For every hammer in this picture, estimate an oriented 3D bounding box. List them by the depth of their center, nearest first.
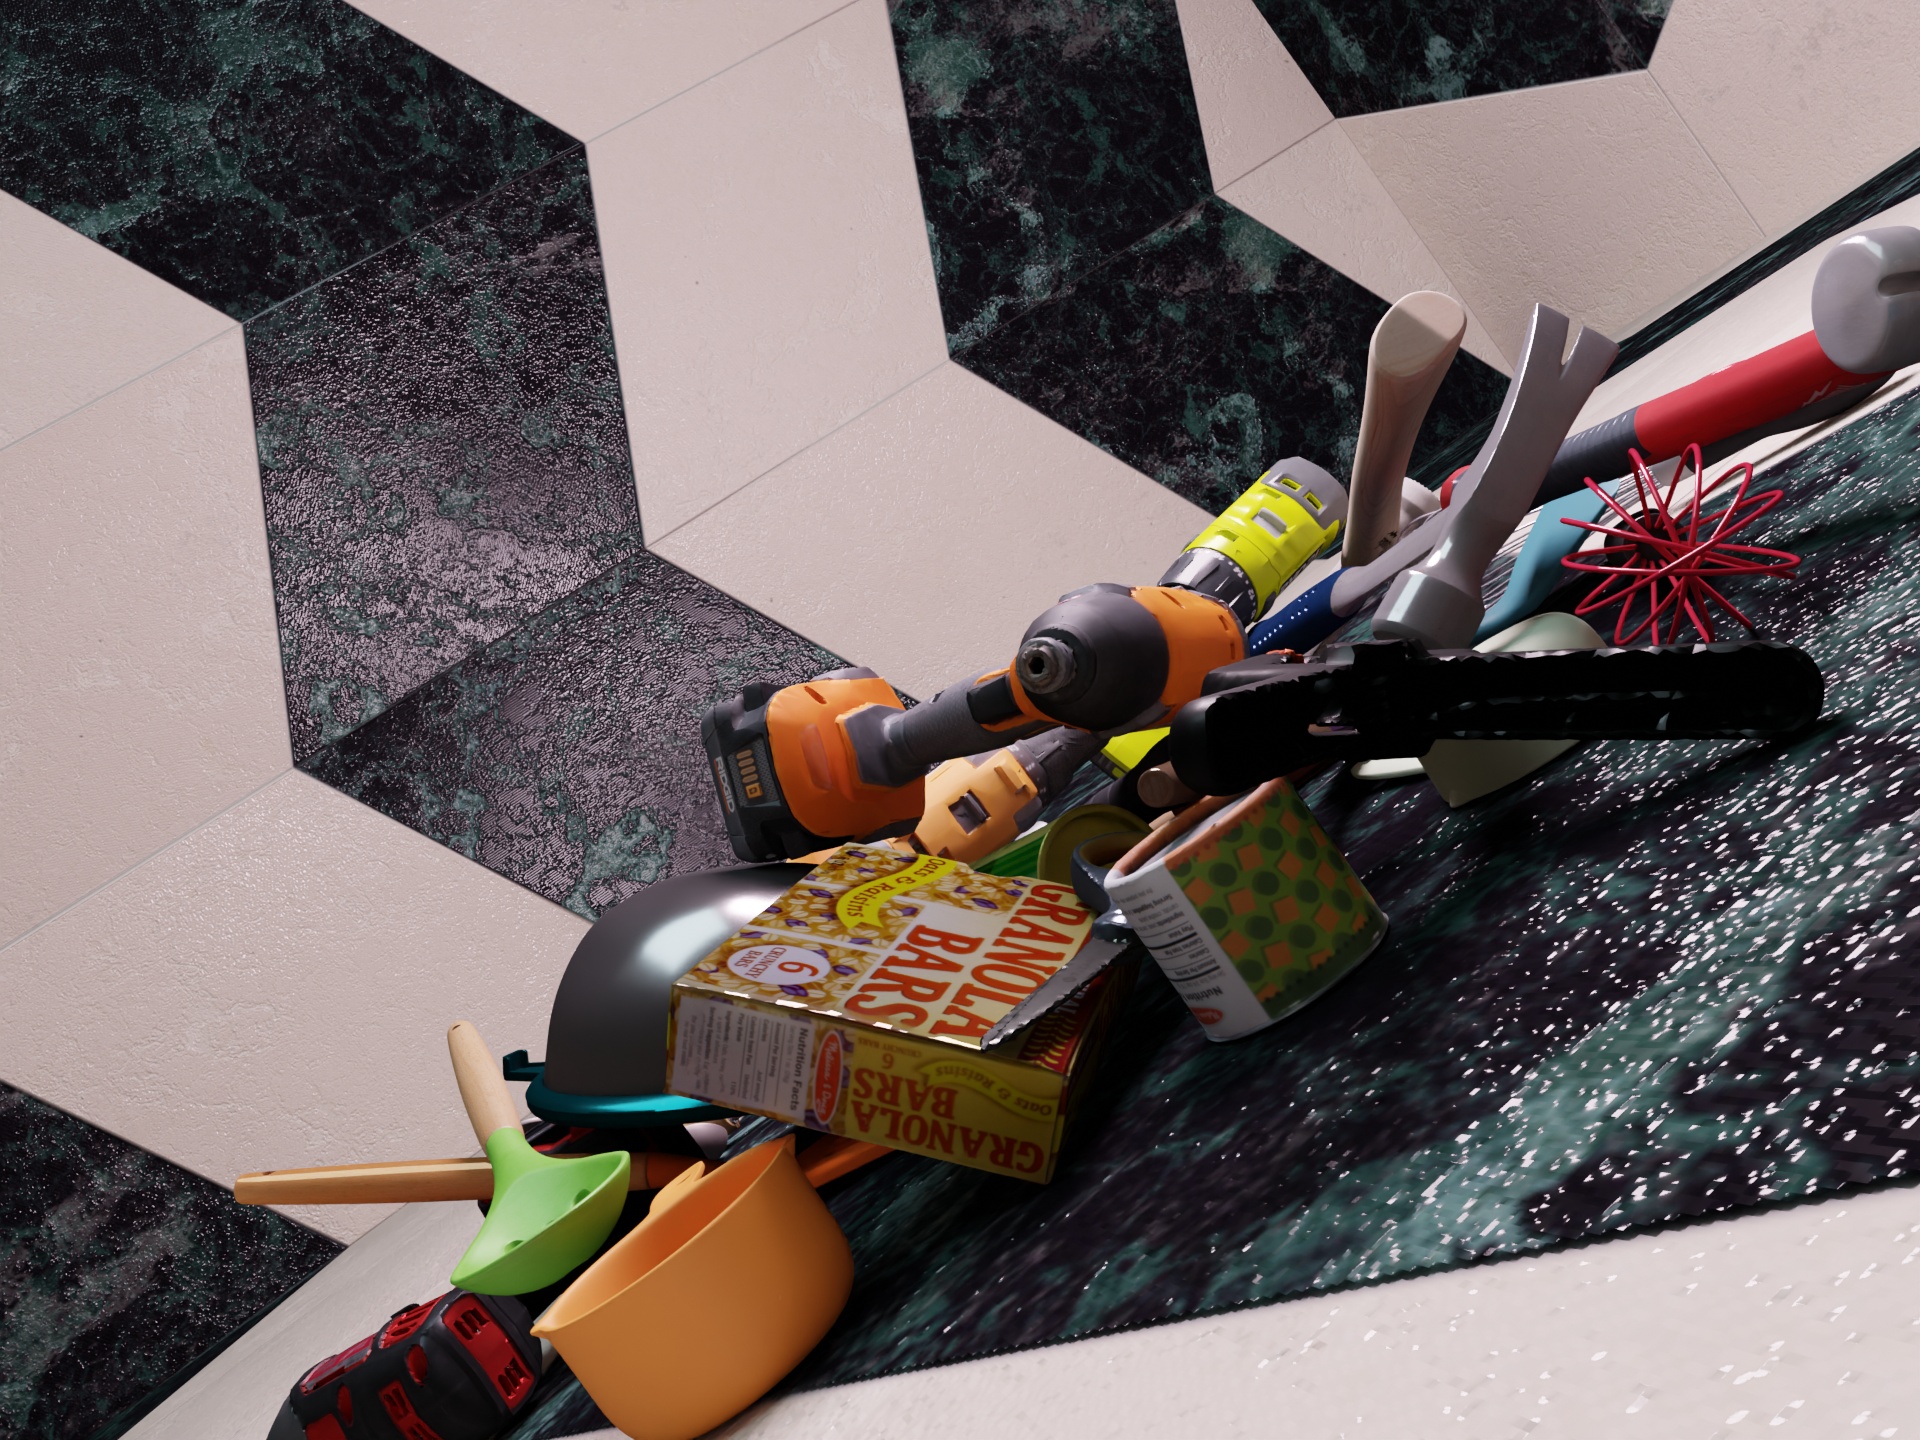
[{"bbox_3d":[0.296,-0.119,0.613,0.143,0.038,0.386,-9,-1,-5],"label":"hammer"},{"bbox_3d":[0.190,-0.067,0.749,0.144,0.035,0.405,-60,-2,-5],"label":"hammer"},{"bbox_3d":[0.047,0.074,0.862,0.149,0.036,0.409,-37,-5,-19],"label":"hammer"},{"bbox_3d":[0.222,-0.120,0.865,0.146,0.038,0.410,-52,-14,0],"label":"hammer"}]

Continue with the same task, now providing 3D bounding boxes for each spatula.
[{"bbox_3d":[0.138,0.009,0.638,0.060,0.018,0.316,-33,-12,27],"label":"spatula"},{"bbox_3d":[-0.154,0.181,0.670,0.322,0.041,0.081,-5,4,7],"label":"spatula"},{"bbox_3d":[0.209,-0.025,0.837,0.317,0.044,0.082,-37,16,21],"label":"spatula"}]

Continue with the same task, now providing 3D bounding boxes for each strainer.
[{"bbox_3d":[-0.068,0.108,0.681,0.211,0.095,0.340,-8,-2,-30],"label":"strainer"}]

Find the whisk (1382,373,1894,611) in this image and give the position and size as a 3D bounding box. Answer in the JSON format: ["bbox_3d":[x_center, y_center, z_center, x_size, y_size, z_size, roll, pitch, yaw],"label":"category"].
[{"bbox_3d":[0.339,-0.120,0.827,0.284,0.070,0.070,-29,4,44],"label":"whisk"}]

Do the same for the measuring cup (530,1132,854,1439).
[{"bbox_3d":[-0.081,0.179,0.520,0.095,0.052,0.173,-35,-2,-11],"label":"measuring cup"}]

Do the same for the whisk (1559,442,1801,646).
[{"bbox_3d":[0.264,-0.067,0.604,0.073,0.073,0.296,-35,-6,21],"label":"whisk"}]

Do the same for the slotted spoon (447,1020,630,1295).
[{"bbox_3d":[-0.188,0.165,0.652,0.070,0.031,0.314,-33,15,-18],"label":"slotted spoon"}]

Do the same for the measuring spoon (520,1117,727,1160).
[{"bbox_3d":[-0.180,0.228,0.855,0.124,0.018,0.034,17,-50,-37],"label":"measuring spoon"}]

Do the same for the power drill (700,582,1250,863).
[{"bbox_3d":[-0.001,-0.002,0.702,0.226,0.084,0.164,-19,-6,28],"label":"power drill"}]

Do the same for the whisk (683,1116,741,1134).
[{"bbox_3d":[-0.118,0.210,0.909,0.245,0.051,0.047,-38,5,6],"label":"whisk"}]

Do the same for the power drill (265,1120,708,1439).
[{"bbox_3d":[-0.212,0.259,0.714,0.143,0.078,0.220,-35,3,22],"label":"power drill"}]

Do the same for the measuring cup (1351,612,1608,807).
[{"bbox_3d":[0.182,-0.002,0.604,0.083,0.038,0.167,-35,2,-15],"label":"measuring cup"}]

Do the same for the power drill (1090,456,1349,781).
[{"bbox_3d":[0.150,-0.048,1.036,0.190,0.080,0.228,-43,-15,-32],"label":"power drill"}]

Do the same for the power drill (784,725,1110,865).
[{"bbox_3d":[-0.010,0.060,0.968,0.185,0.084,0.226,-37,0,-24],"label":"power drill"}]
